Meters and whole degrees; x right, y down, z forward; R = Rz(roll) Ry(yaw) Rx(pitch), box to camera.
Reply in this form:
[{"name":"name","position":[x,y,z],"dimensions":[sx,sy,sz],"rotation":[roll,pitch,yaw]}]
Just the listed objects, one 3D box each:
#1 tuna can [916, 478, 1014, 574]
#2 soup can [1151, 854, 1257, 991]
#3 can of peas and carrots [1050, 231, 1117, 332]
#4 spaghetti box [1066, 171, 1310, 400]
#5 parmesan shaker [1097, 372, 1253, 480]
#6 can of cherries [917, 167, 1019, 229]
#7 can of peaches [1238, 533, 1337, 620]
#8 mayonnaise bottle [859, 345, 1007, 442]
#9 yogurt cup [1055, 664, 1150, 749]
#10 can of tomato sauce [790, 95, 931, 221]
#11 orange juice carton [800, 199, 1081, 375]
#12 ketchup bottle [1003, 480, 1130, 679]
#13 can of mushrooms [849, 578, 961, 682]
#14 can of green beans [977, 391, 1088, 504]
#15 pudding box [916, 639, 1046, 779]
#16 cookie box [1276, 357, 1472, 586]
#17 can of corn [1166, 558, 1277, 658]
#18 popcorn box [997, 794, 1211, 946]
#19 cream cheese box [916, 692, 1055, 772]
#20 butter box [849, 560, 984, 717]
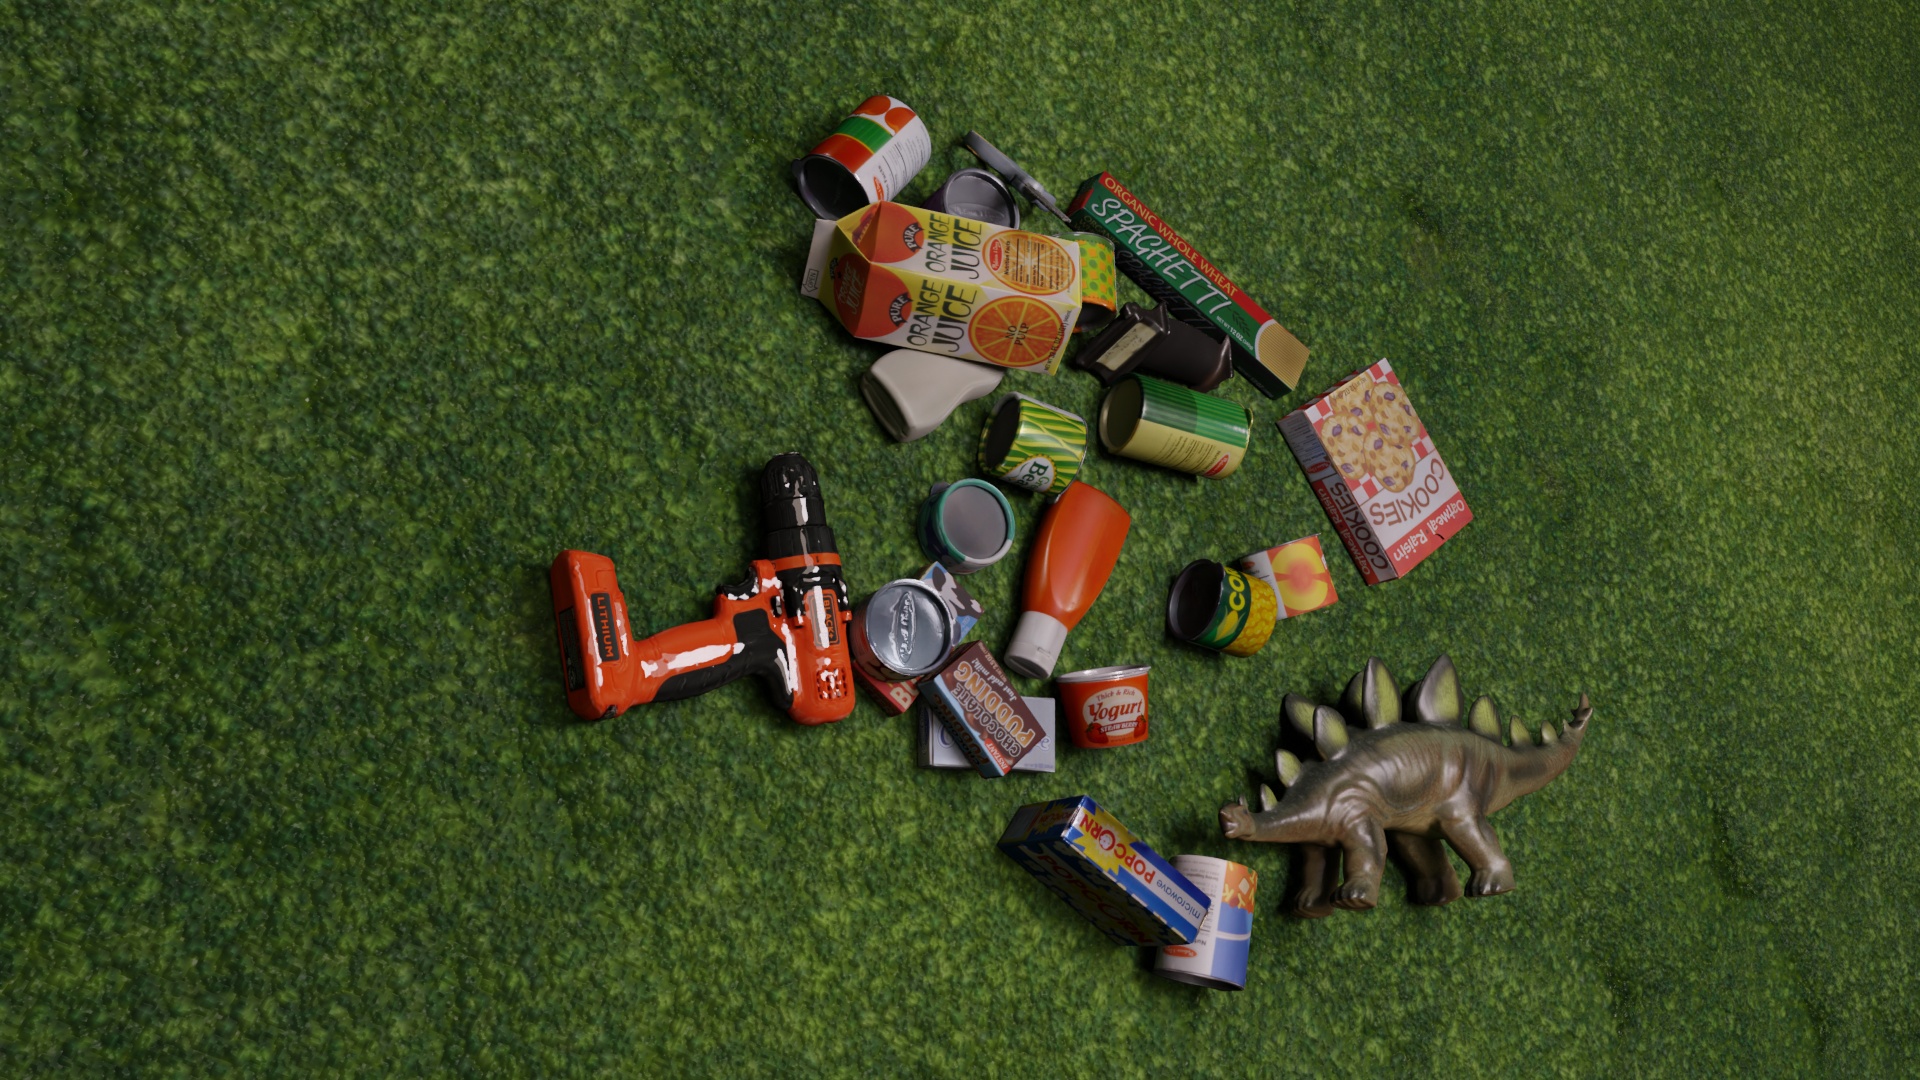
[{"name":"tuna can","position":[0.004,-0.013,1.012],"dimensions":[0.071,0.032,0.071],"rotation":[8,73,-28]},{"name":"soup can","position":[0.180,0.279,1.011],"dimensions":[0.071,0.071,0.084],"rotation":[23,66,-23]},{"name":"can of peas and carrots","position":[0.087,-0.203,1.093],"dimensions":[0.071,0.070,0.059],"rotation":[6,74,-28]},{"name":"spaghetti box","position":[0.195,-0.214,1.179],"dimensions":[0.250,0.028,0.050],"rotation":[37,61,-16]},{"name":"parmesan shaker","position":[0.171,-0.093,1.106],"dimensions":[0.103,0.071,0.071],"rotation":[13,71,-26]},{"name":"can of cherries","position":[0.002,-0.239,1.059],"dimensions":[0.071,0.058,0.071],"rotation":[9,72,-28]},{"name":"can of peaches","position":[0.268,0.031,1.128],"dimensions":[0.071,0.071,0.058],"rotation":[-14,84,-32]},{"name":"mayonnaise bottle","position":[-0.002,-0.129,1.037],"dimensions":[0.149,0.041,0.065],"rotation":[-32,85,-33]},{"name":"yogurt cup","position":[0.107,0.121,1.015],"dimensions":[0.072,0.072,0.054],"rotation":[-6,88,-31]},{"name":"can of tomato sauce","position":[-0.072,-0.279,1.025],"dimensions":[0.071,0.071,0.083],"rotation":[45,59,-12]},{"name":"orange juice carton","position":[-0.015,-0.185,0.999],"dimensions":[0.193,0.071,0.073],"rotation":[10,50,-9]},{"name":"ketchup bottle","position":[0.076,0.031,1.034],"dimensions":[0.064,0.043,0.149],"rotation":[33,63,-17]},{"name":"can of mushrooms","position":[-0.038,0.062,0.937],"dimensions":[0.071,0.033,0.071],"rotation":[9,70,-26]},{"name":"can of green beans","position":[0.053,-0.071,1.037],"dimensions":[0.058,0.071,0.071],"rotation":[19,68,-24]},{"name":"pudding box","position":[0.014,0.116,0.953],"dimensions":[0.050,0.030,0.083],"rotation":[-37,96,-31]},{"name":"cookie box","position":[0.369,-0.061,1.226],"dimensions":[0.123,0.040,0.167],"rotation":[-31,93,-32]},{"name":"can of corn","position":[0.206,0.052,1.086],"dimensions":[0.058,0.071,0.071],"rotation":[19,68,-25]},{"name":"popcorn box","position":[0.100,0.232,0.967],"dimensions":[0.126,0.085,0.038],"rotation":[41,60,-13]},{"name":"cream cheese box","position":[0.019,0.136,0.984],"dimensions":[0.104,0.024,0.053],"rotation":[8,72,-28]},{"name":"butter box","position":[-0.033,0.069,0.973],"dimensions":[0.053,0.024,0.104],"rotation":[45,59,-11]}]
